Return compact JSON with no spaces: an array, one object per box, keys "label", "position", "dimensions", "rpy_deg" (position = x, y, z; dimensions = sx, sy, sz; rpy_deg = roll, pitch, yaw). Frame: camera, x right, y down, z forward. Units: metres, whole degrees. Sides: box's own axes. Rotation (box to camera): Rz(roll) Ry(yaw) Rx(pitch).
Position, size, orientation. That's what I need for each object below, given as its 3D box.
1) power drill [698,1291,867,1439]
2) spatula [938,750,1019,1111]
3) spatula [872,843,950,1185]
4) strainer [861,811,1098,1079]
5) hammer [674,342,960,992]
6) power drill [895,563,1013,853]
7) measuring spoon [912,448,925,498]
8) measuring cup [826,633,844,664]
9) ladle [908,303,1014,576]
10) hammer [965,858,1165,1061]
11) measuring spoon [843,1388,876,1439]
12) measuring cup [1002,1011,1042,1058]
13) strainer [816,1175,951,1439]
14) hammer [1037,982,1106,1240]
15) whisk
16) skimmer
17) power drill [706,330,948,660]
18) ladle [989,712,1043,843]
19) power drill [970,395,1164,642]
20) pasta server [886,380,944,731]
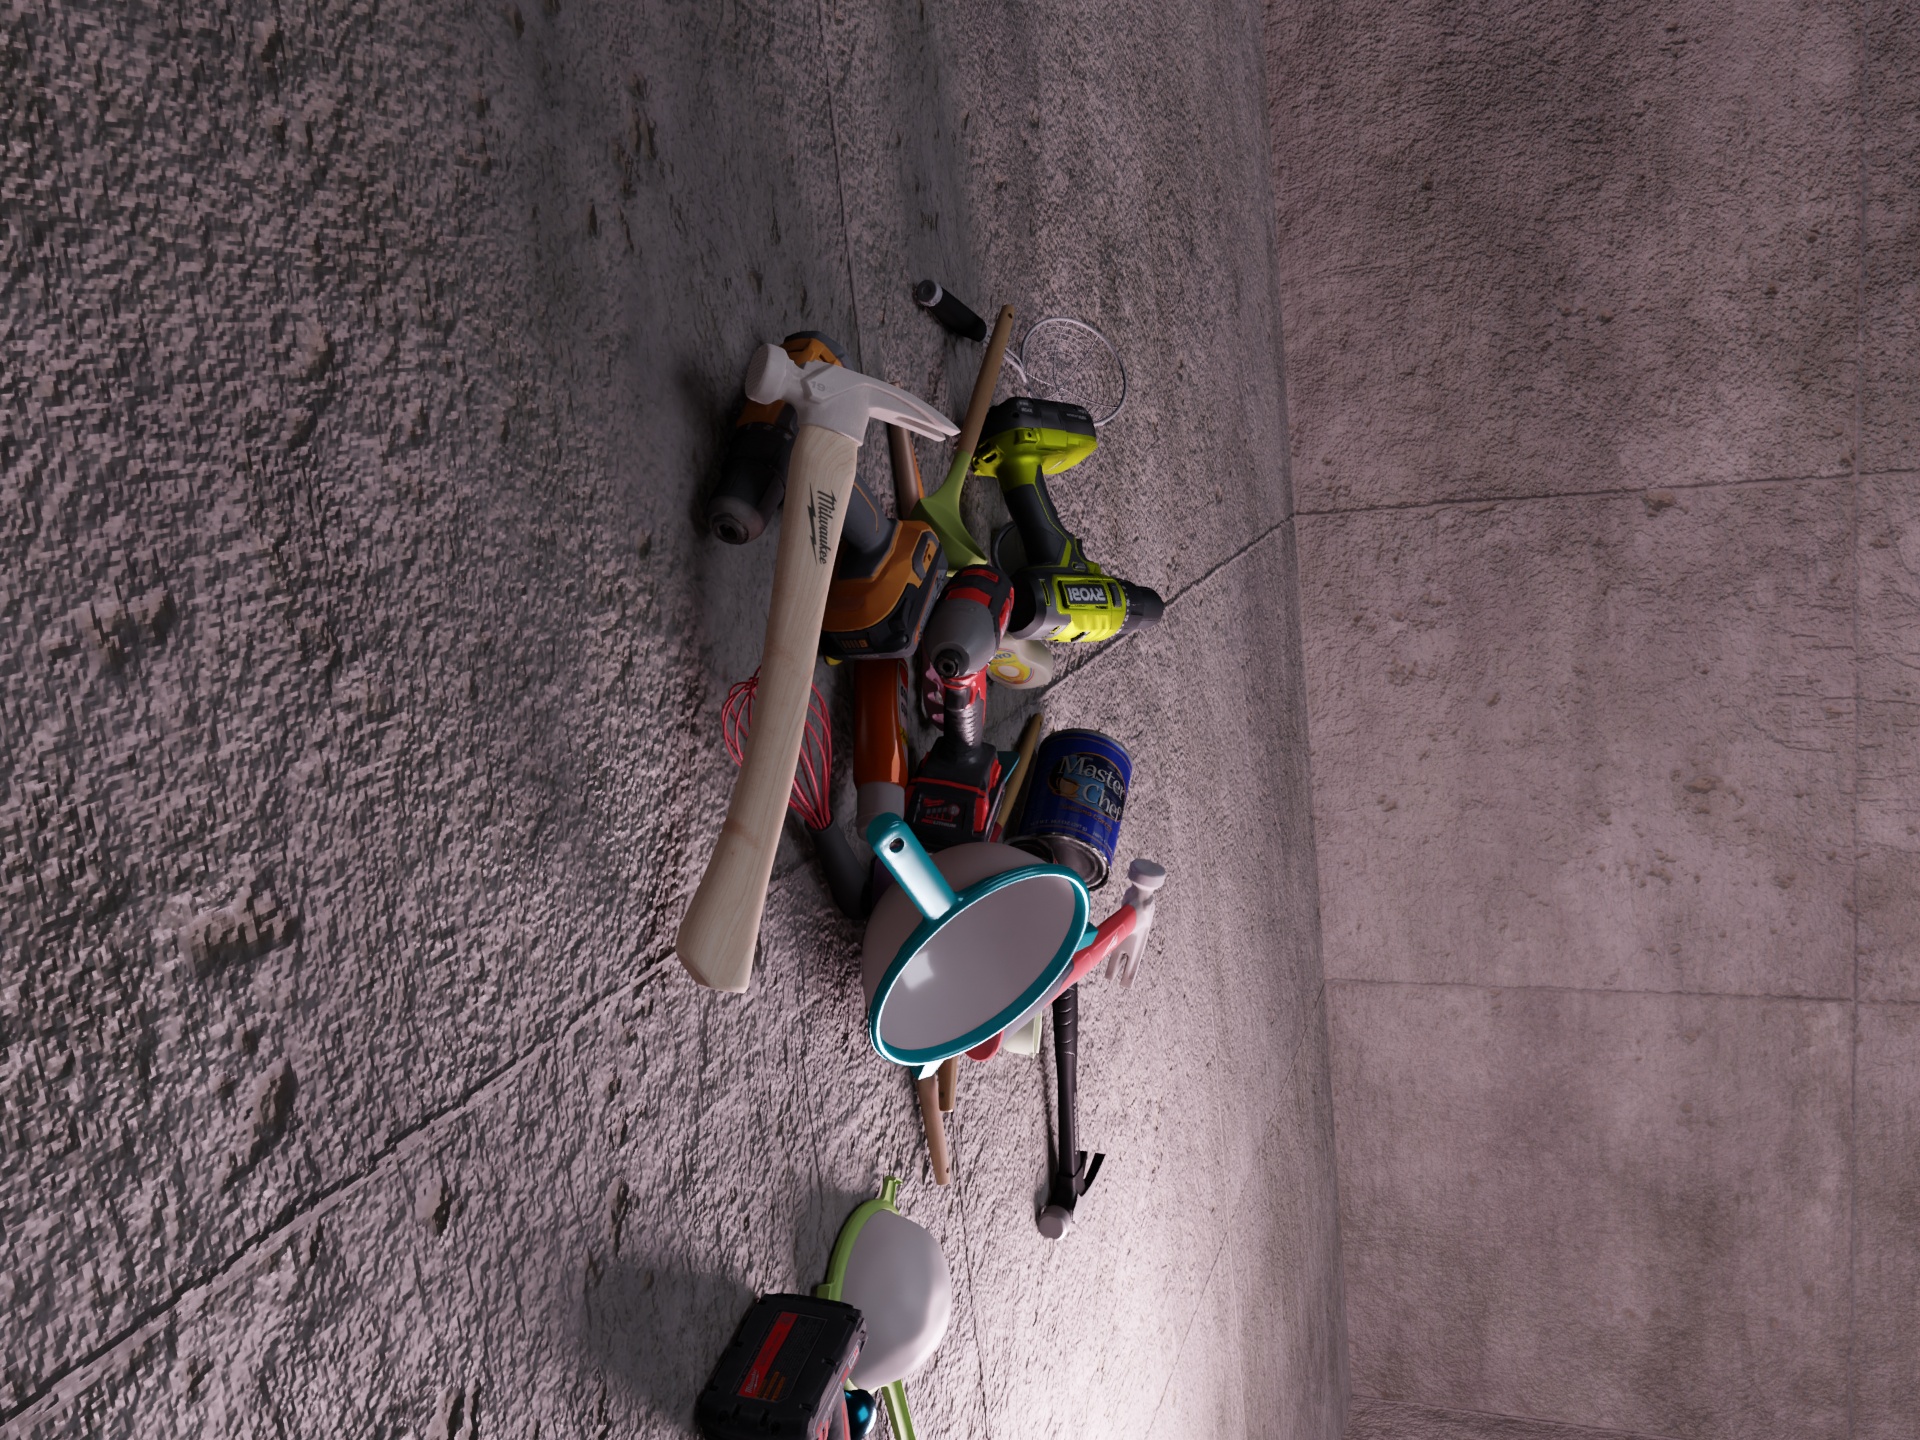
[{"label":"power drill","position":[-0.111,0.532,1.088],"dimensions":[0.188,0.080,0.226],"rpy_deg":[-55,141,-56]},{"label":"spatula","position":[0.002,0.181,1.397],"dimensions":[0.044,0.082,0.317],"rpy_deg":[14,75,-48]},{"label":"spatula","position":[-0.039,0.257,1.355],"dimensions":[0.060,0.018,0.315],"rpy_deg":[-32,118,-53]},{"label":"strainer","position":[-0.024,0.137,1.224],"dimensions":[0.211,0.095,0.340],"rpy_deg":[-38,144,-7]},{"label":"hammer","position":[-0.104,-0.029,1.031],"dimensions":[0.146,0.038,0.411],"rpy_deg":[15,81,-26]},{"label":"power drill","position":[-0.002,-0.004,1.295],"dimensions":[0.143,0.078,0.219],"rpy_deg":[-67,165,-59]},{"label":"measuring spoon","position":[-0.038,-0.221,1.396],"dimensions":[0.021,0.011,0.116],"rpy_deg":[-64,146,-49]},{"label":"measuring cup","position":[-0.066,-0.078,1.294],"dimensions":[0.156,0.029,0.062],"rpy_deg":[-49,133,-58]},{"label":"ladle","position":[0.017,-0.256,1.395],"dimensions":[0.078,0.062,0.320],"rpy_deg":[36,53,-30]},{"label":"hammer","position":[0.099,0.250,1.512],"dimensions":[0.386,0.038,0.143],"rpy_deg":[-24,130,-60]},{"label":"measuring spoon","position":[-0.093,0.500,1.182],"dimensions":[0.042,0.021,0.128],"rpy_deg":[-40,129,-21]},{"label":"measuring cup","position":[0.062,0.306,1.596],"dimensions":[0.167,0.038,0.083],"rpy_deg":[82,15,-65]},{"label":"strainer","position":[-0.038,0.507,1.271],"dimensions":[0.151,0.069,0.256],"rpy_deg":[-47,130,-60]},{"label":"hammer","position":[0.115,0.365,1.687],"dimensions":[0.146,0.035,0.334],"rpy_deg":[-27,117,-66]},{"label":"whisk","position":[-0.108,0.061,1.152],"dimensions":[0.295,0.073,0.073],"rpy_deg":[73,26,-49]},{"label":"skimmer","position":[0.067,-0.377,1.562],"dimensions":[0.363,0.090,0.127],"rpy_deg":[10,63,-66]},{"label":"power drill","position":[-0.099,-0.140,1.156],"dimensions":[0.226,0.084,0.185],"rpy_deg":[62,37,-41]},{"label":"ladle","position":[0.041,0.087,1.556],"dimensions":[0.316,0.031,0.069],"rpy_deg":[-66,149,-50]},{"label":"power drill","position":[0.100,-0.182,1.510],"dimensions":[0.190,0.080,0.229],"rpy_deg":[-3,73,-42]},{"label":"pasta server","position":[-0.029,-0.135,1.381],"dimensions":[0.060,0.040,0.316],"rpy_deg":[-29,115,-54]}]
